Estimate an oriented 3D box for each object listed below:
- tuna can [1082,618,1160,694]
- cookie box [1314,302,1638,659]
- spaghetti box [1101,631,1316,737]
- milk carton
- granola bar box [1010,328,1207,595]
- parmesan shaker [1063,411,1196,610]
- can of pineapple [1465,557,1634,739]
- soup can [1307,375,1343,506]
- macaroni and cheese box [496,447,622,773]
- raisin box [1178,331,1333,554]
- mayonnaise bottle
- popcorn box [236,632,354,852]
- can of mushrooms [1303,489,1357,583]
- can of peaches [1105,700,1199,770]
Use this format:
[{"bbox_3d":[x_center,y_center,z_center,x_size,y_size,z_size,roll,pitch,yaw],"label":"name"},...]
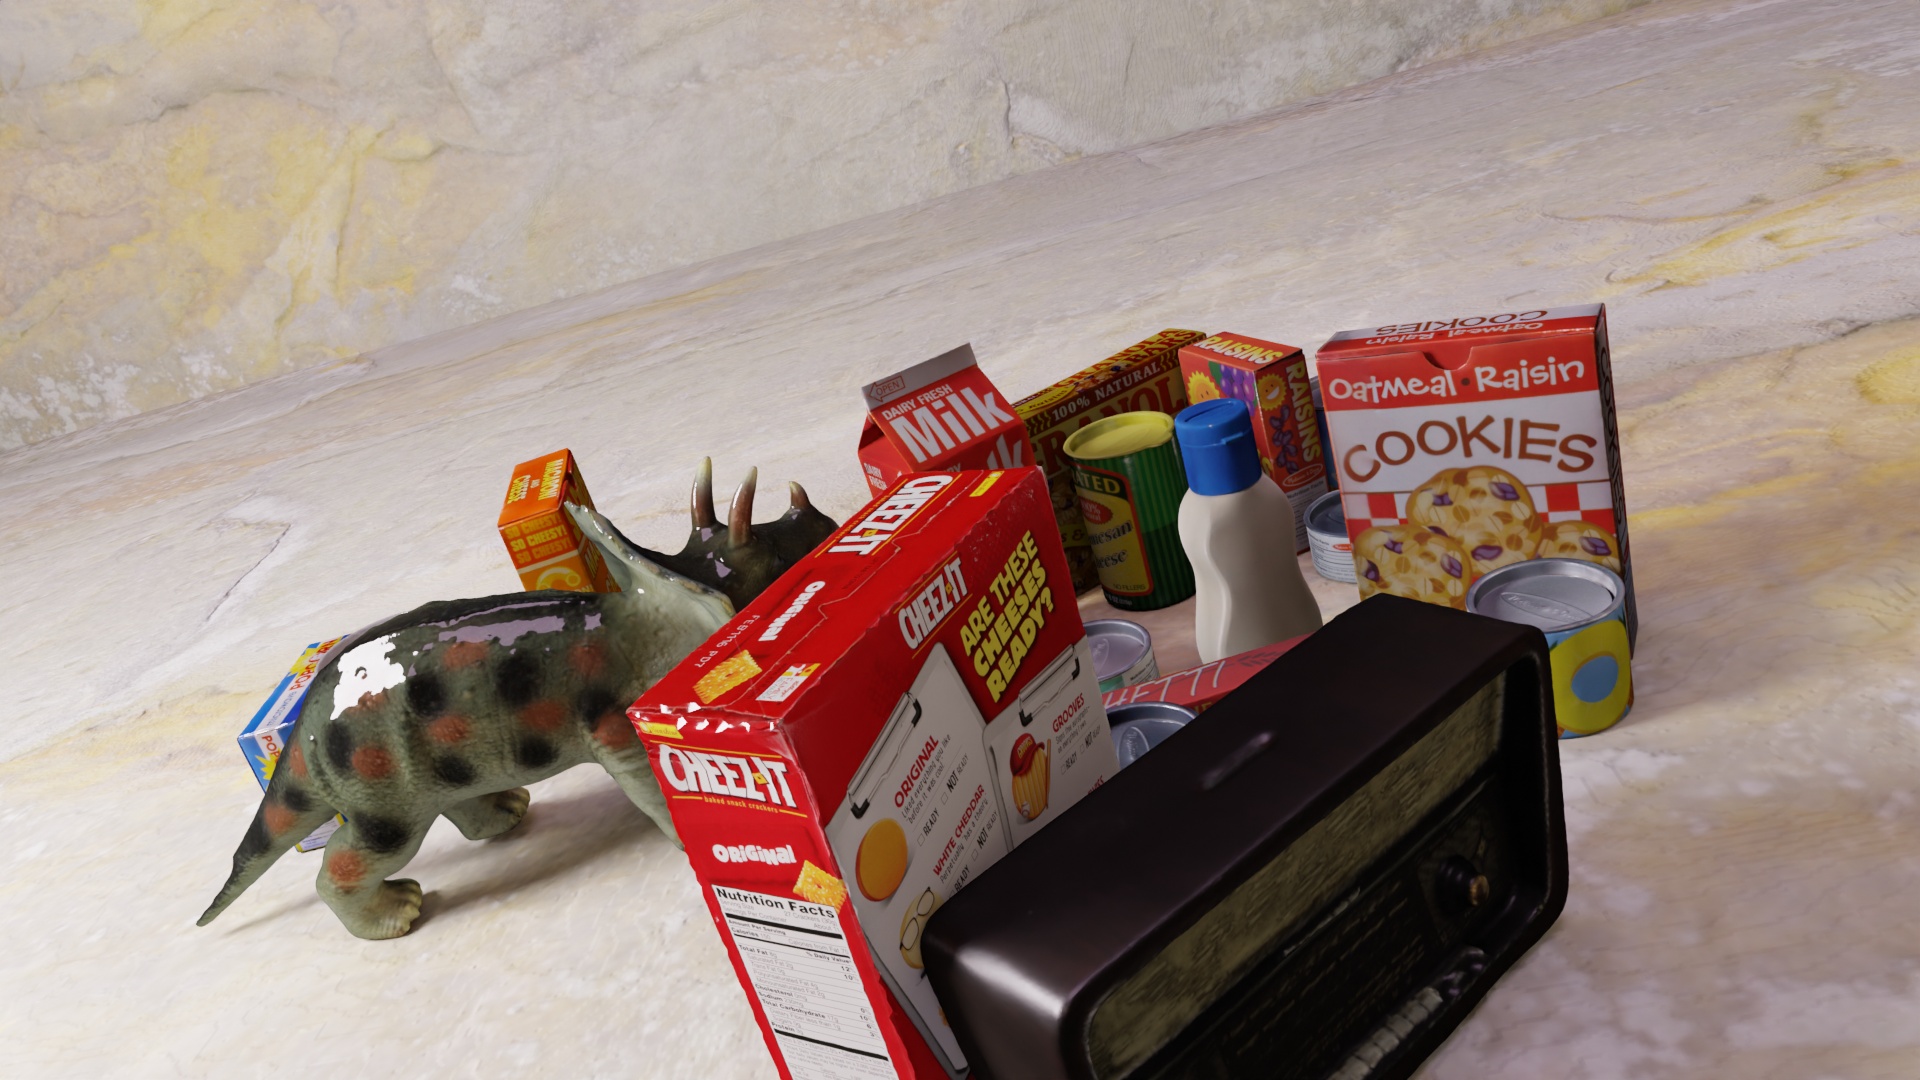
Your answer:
[{"bbox_3d":[0.070,0.072,0.740,0.071,0.032,0.071,-14,23,6],"label":"tuna can"},{"bbox_3d":[0.247,-0.023,0.662,0.123,0.166,0.040,-3,26,31],"label":"cookie box"},{"bbox_3d":[0.100,0.091,0.653,0.250,0.050,0.029,-17,22,0],"label":"spaghetti box"},{"bbox_3d":[0.003,-0.010,0.771,0.072,0.189,0.073,-26,24,-22],"label":"milk carton"},{"bbox_3d":[0.094,-0.047,0.881,0.166,0.123,0.039,-27,24,-23],"label":"granola bar box"},{"bbox_3d":[0.108,-0.017,0.829,0.071,0.102,0.071,-14,22,6],"label":"parmesan shaker"},{"bbox_3d":[0.264,0.049,0.627,0.071,0.057,0.071,-14,22,6],"label":"can of pineapple"},{"bbox_3d":[0.244,-0.056,0.849,0.071,0.083,0.071,-14,22,6],"label":"soup can"},{"bbox_3d":[-0.227,0.039,0.850,0.040,0.165,0.124,-19,22,-6],"label":"macaroni and cheese box"},{"bbox_3d":[0.182,-0.061,0.852,0.040,0.123,0.086,-23,23,-15],"label":"raisin box"},{"bbox_3d":[0.141,0.002,0.703,0.065,0.147,0.041,-22,23,-13],"label":"mayonnaise bottle"},{"bbox_3d":[-0.398,0.124,0.877,0.038,0.085,0.127,-16,22,1],"label":"popcorn box"},{"bbox_3d":[0.236,-0.005,0.803,0.071,0.033,0.071,-14,23,6],"label":"can of mushrooms"},{"bbox_3d":[0.078,0.113,0.608,0.071,0.058,0.071,-14,22,6],"label":"can of peaches"}]
